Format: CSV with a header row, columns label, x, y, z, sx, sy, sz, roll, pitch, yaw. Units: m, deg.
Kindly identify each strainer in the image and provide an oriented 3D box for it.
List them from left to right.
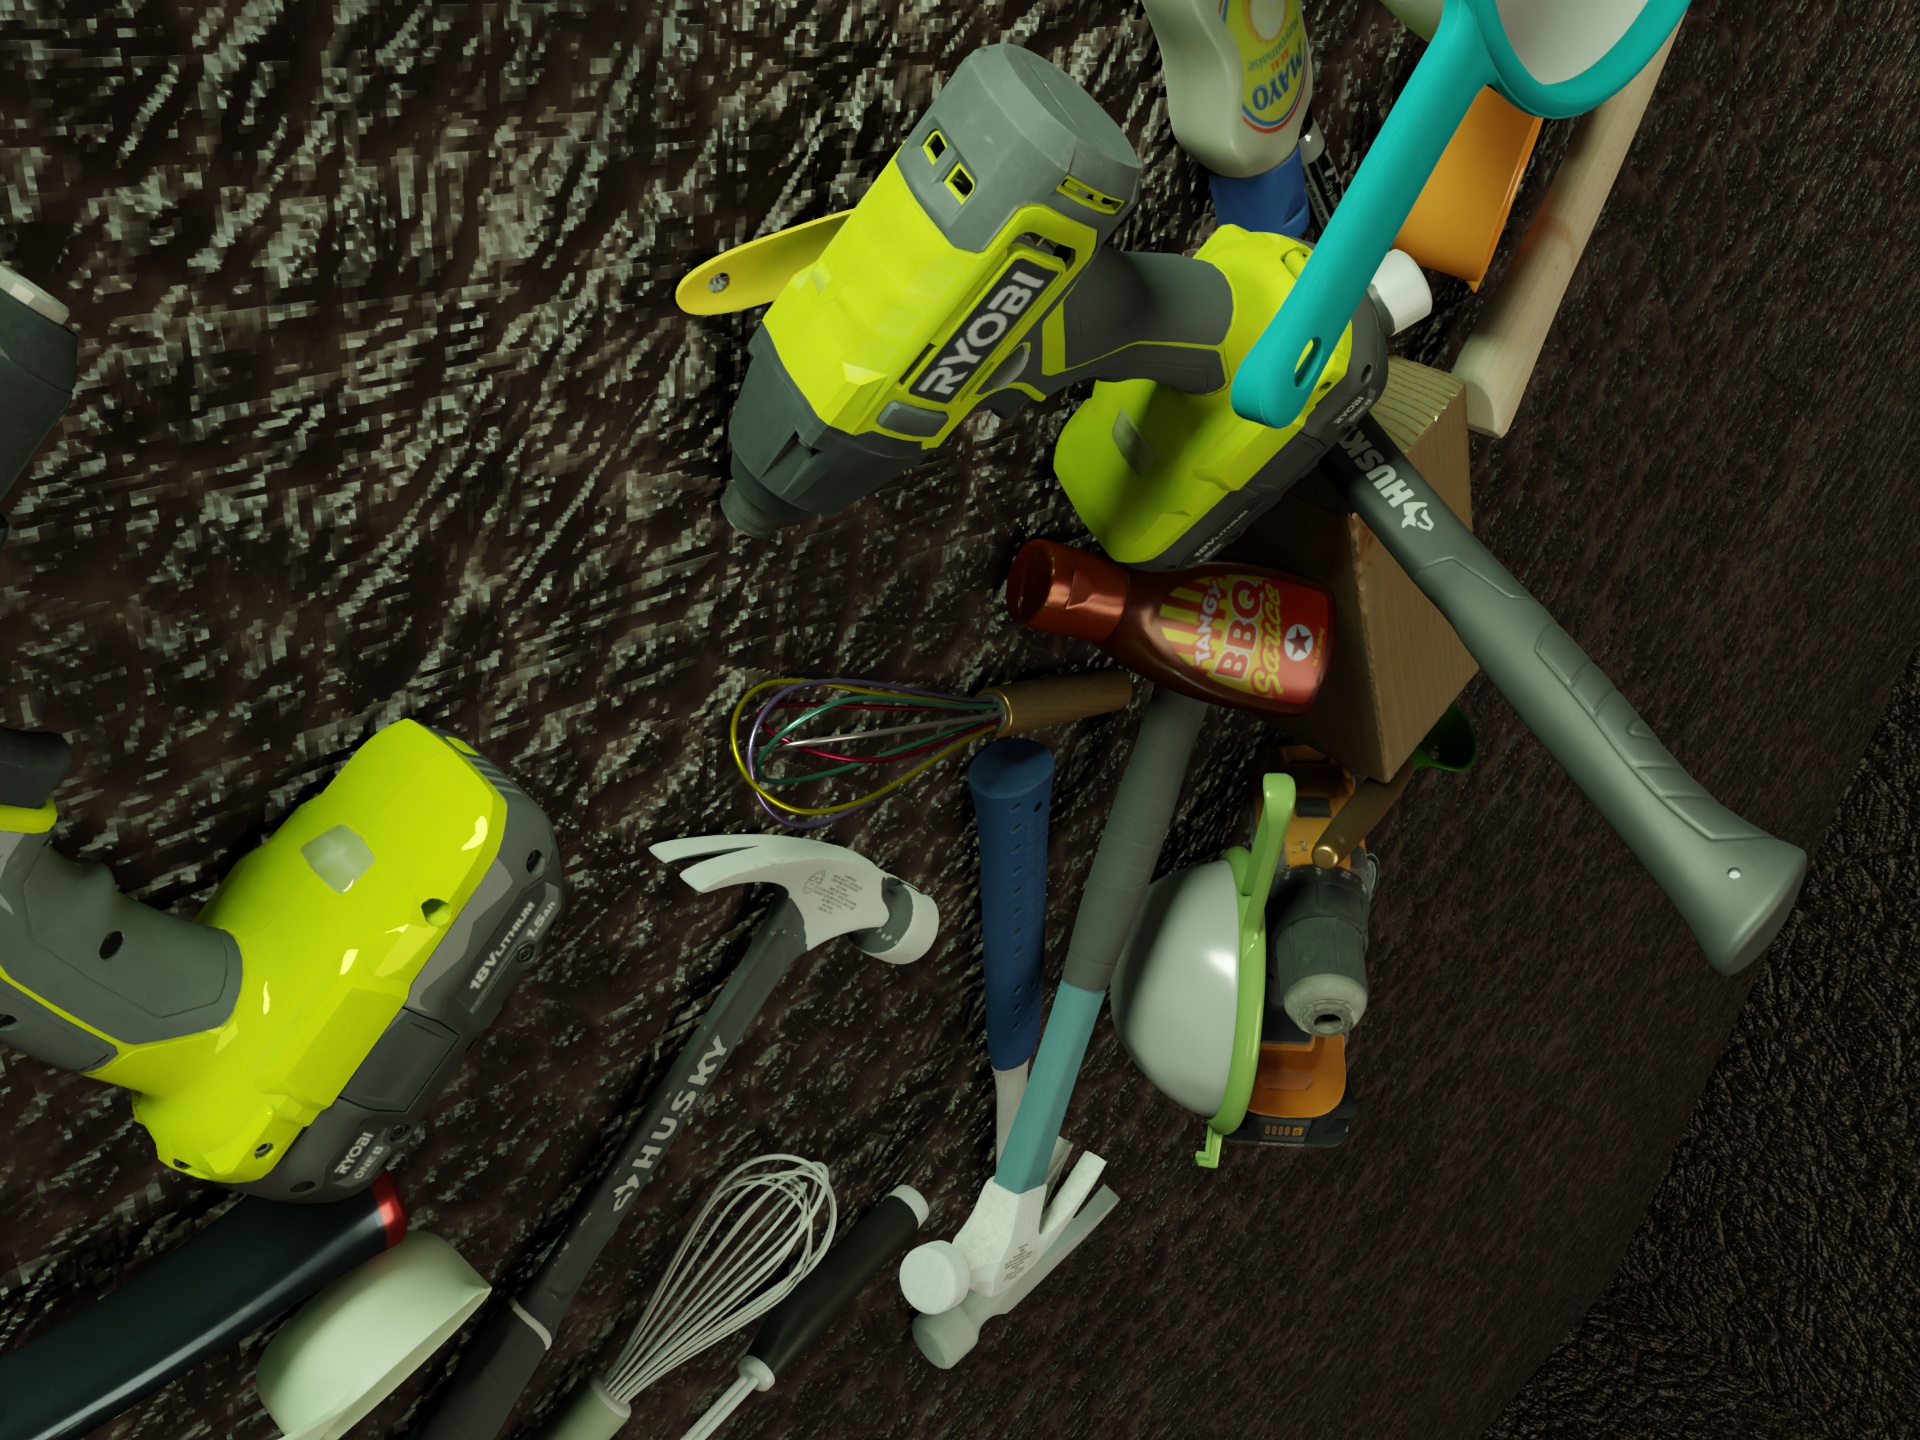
label,x,y,z,sx,sy,sz,roll,pitch,yaw
strainer,0.115,0.107,0.800,0.256,0.069,0.152,91,3,-51
strainer,0.145,-0.252,0.503,0.210,0.095,0.340,31,87,-53

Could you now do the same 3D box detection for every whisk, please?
label,x,y,z,sx,sy,sz,roll,pitch,yaw
whisk,-0.144,0.284,0.681,0.246,0.059,0.057,-46,105,-10
whisk,-0.001,-0.004,0.643,0.245,0.047,0.051,-12,137,-51

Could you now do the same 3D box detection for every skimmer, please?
label,x,y,z,sx,sy,sz,roll,pitch,yaw
skimmer,-0.120,0.358,0.709,0.363,0.127,0.090,-38,107,-41

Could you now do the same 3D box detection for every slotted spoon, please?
label,x,y,z,sx,sy,sz,roll,pitch,yaw
slotted spoon,0.234,0.030,0.873,0.031,0.070,0.314,-54,167,26

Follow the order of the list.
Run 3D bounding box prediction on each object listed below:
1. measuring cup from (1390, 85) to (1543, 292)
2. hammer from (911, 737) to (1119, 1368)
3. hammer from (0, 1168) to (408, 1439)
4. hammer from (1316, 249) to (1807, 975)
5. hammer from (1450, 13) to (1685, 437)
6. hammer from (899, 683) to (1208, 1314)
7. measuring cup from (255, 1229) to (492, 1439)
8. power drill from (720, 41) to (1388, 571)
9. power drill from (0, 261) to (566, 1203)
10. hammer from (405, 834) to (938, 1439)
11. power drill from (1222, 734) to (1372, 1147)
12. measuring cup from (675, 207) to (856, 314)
label,x,y,z,sx,sy,sz,roll,pitch,yaw
measuring cup,0.233,-0.251,0.742,0.173,0.052,0.095,-34,143,-70
hammer,0.030,0.175,0.820,0.144,0.035,0.405,-31,137,-33
hammer,-0.301,0.223,0.377,0.386,0.143,0.038,-26,134,-43
hammer,0.188,-0.046,0.598,0.146,0.335,0.035,-30,143,4
hammer,0.344,-0.338,0.793,0.146,0.038,0.410,9,106,-54
hammer,0.062,0.111,0.746,0.128,0.033,0.331,10,100,-60
measuring cup,-0.210,0.207,0.496,0.083,0.038,0.167,-46,170,8
power drill,0.034,-0.117,0.545,0.223,0.080,0.171,1,142,-49
power drill,-0.207,0.020,0.378,0.190,0.080,0.228,-55,142,-4
hammer,-0.160,0.220,0.621,0.409,0.036,0.149,-57,144,-2
power drill,0.186,0.147,0.883,0.186,0.084,0.226,-83,173,-50
measuring cup,-0.025,-0.165,0.509,0.156,0.029,0.062,-26,145,-20
